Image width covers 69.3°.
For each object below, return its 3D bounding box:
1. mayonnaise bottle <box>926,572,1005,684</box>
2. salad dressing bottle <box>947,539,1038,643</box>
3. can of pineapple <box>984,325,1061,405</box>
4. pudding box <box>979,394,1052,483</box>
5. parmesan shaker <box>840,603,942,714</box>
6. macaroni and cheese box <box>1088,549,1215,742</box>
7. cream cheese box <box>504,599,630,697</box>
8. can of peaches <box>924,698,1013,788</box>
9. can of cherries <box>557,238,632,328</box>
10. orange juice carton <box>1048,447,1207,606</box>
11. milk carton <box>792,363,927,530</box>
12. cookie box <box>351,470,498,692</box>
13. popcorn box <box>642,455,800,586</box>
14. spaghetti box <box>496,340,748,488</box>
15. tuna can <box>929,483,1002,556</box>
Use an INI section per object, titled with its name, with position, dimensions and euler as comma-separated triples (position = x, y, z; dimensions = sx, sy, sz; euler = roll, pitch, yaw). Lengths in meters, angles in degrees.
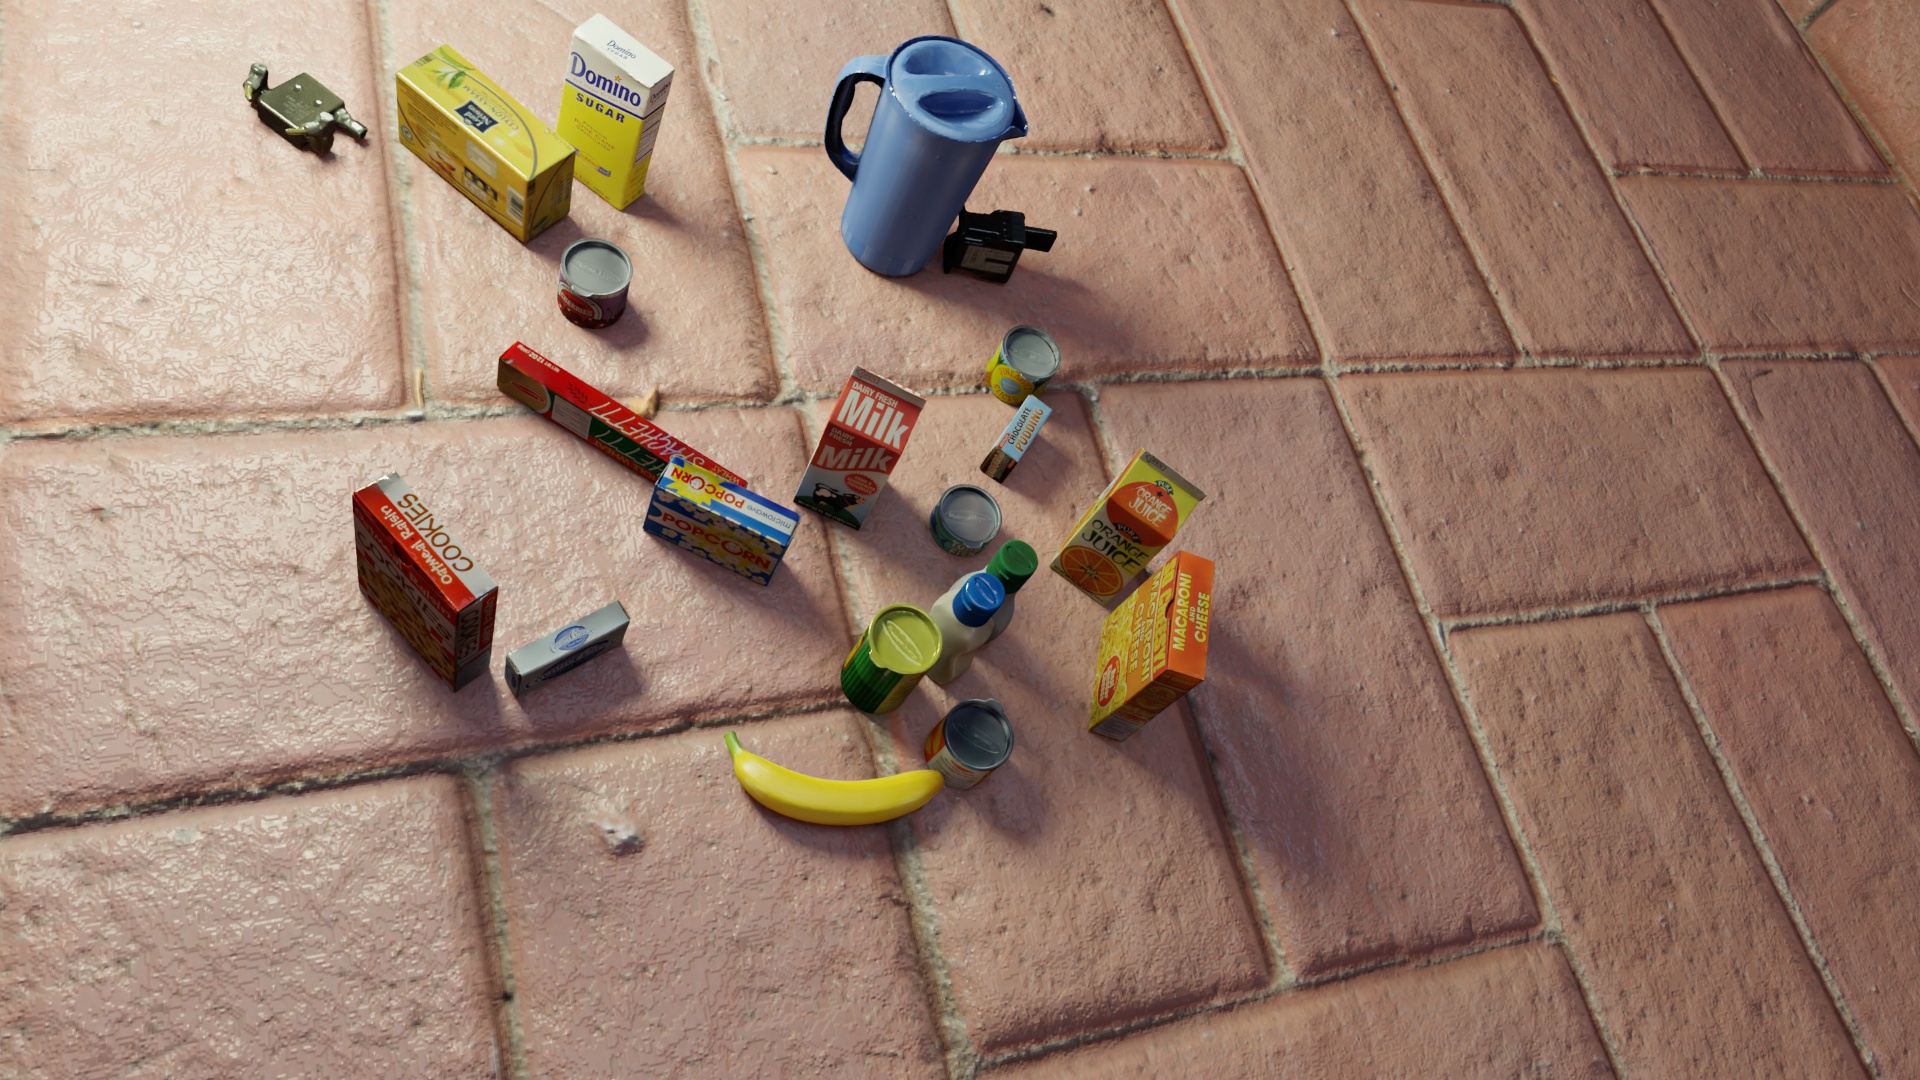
[mayonnaise bottle]
position = -0.002, 0.076, 1.240
dimensions = 0.041, 0.147, 0.065
euler = -32, 78, -32
[salad dressing bottle]
position = 0.028, 0.048, 1.267
dimensions = 0.064, 0.147, 0.044
euler = 41, 57, 3
[can of pineapple]
position = 0.065, -0.182, 1.460
dimensions = 0.071, 0.057, 0.071
euler = 9, 60, -17
[pudding box]
position = 0.057, -0.104, 1.419
dimensions = 0.030, 0.049, 0.084
euler = 34, 56, -1
[parmesan shaker]
position = -0.065, 0.107, 1.225
dimensions = 0.071, 0.102, 0.071
euler = 9, 60, -17
[macaroni and cheese box]
position = 0.175, 0.100, 1.285
dimensions = 0.040, 0.165, 0.124
euler = 19, 58, -11
[cream cheese box]
position = -0.328, 0.091, 1.160
dimensions = 0.104, 0.053, 0.024
euler = -29, 76, -31
[can of peaches]
position = 0.008, 0.181, 1.241
dimensions = 0.071, 0.057, 0.071
euler = 9, 60, -17
[can of cherries]
position = -0.353, -0.244, 1.330
dimensions = 0.071, 0.058, 0.072
euler = 9, 60, -17
[orange juice carton]
position = 0.164, -0.019, 1.330
dimensions = 0.072, 0.191, 0.073
euler = 36, 56, 0
[milk carton]
position = -0.090, -0.093, 1.272
dimensions = 0.072, 0.189, 0.074
euler = 25, 57, -7
[cookie box]
position = -0.419, 0.036, 1.086
dimensions = 0.123, 0.166, 0.040
euler = 46, 57, 6
[popcorn box]
position = -0.214, -0.016, 1.244
dimensions = 0.127, 0.084, 0.038
euler = 26, 57, -7
[spaghetti box]
position = -0.309, -0.096, 1.271
dimensions = 0.250, 0.050, 0.029
euler = 32, 57, -3
[tuna can]
position = 0.005, -0.017, 1.362
dimensions = 0.071, 0.032, 0.071
euler = 9, 60, -17
